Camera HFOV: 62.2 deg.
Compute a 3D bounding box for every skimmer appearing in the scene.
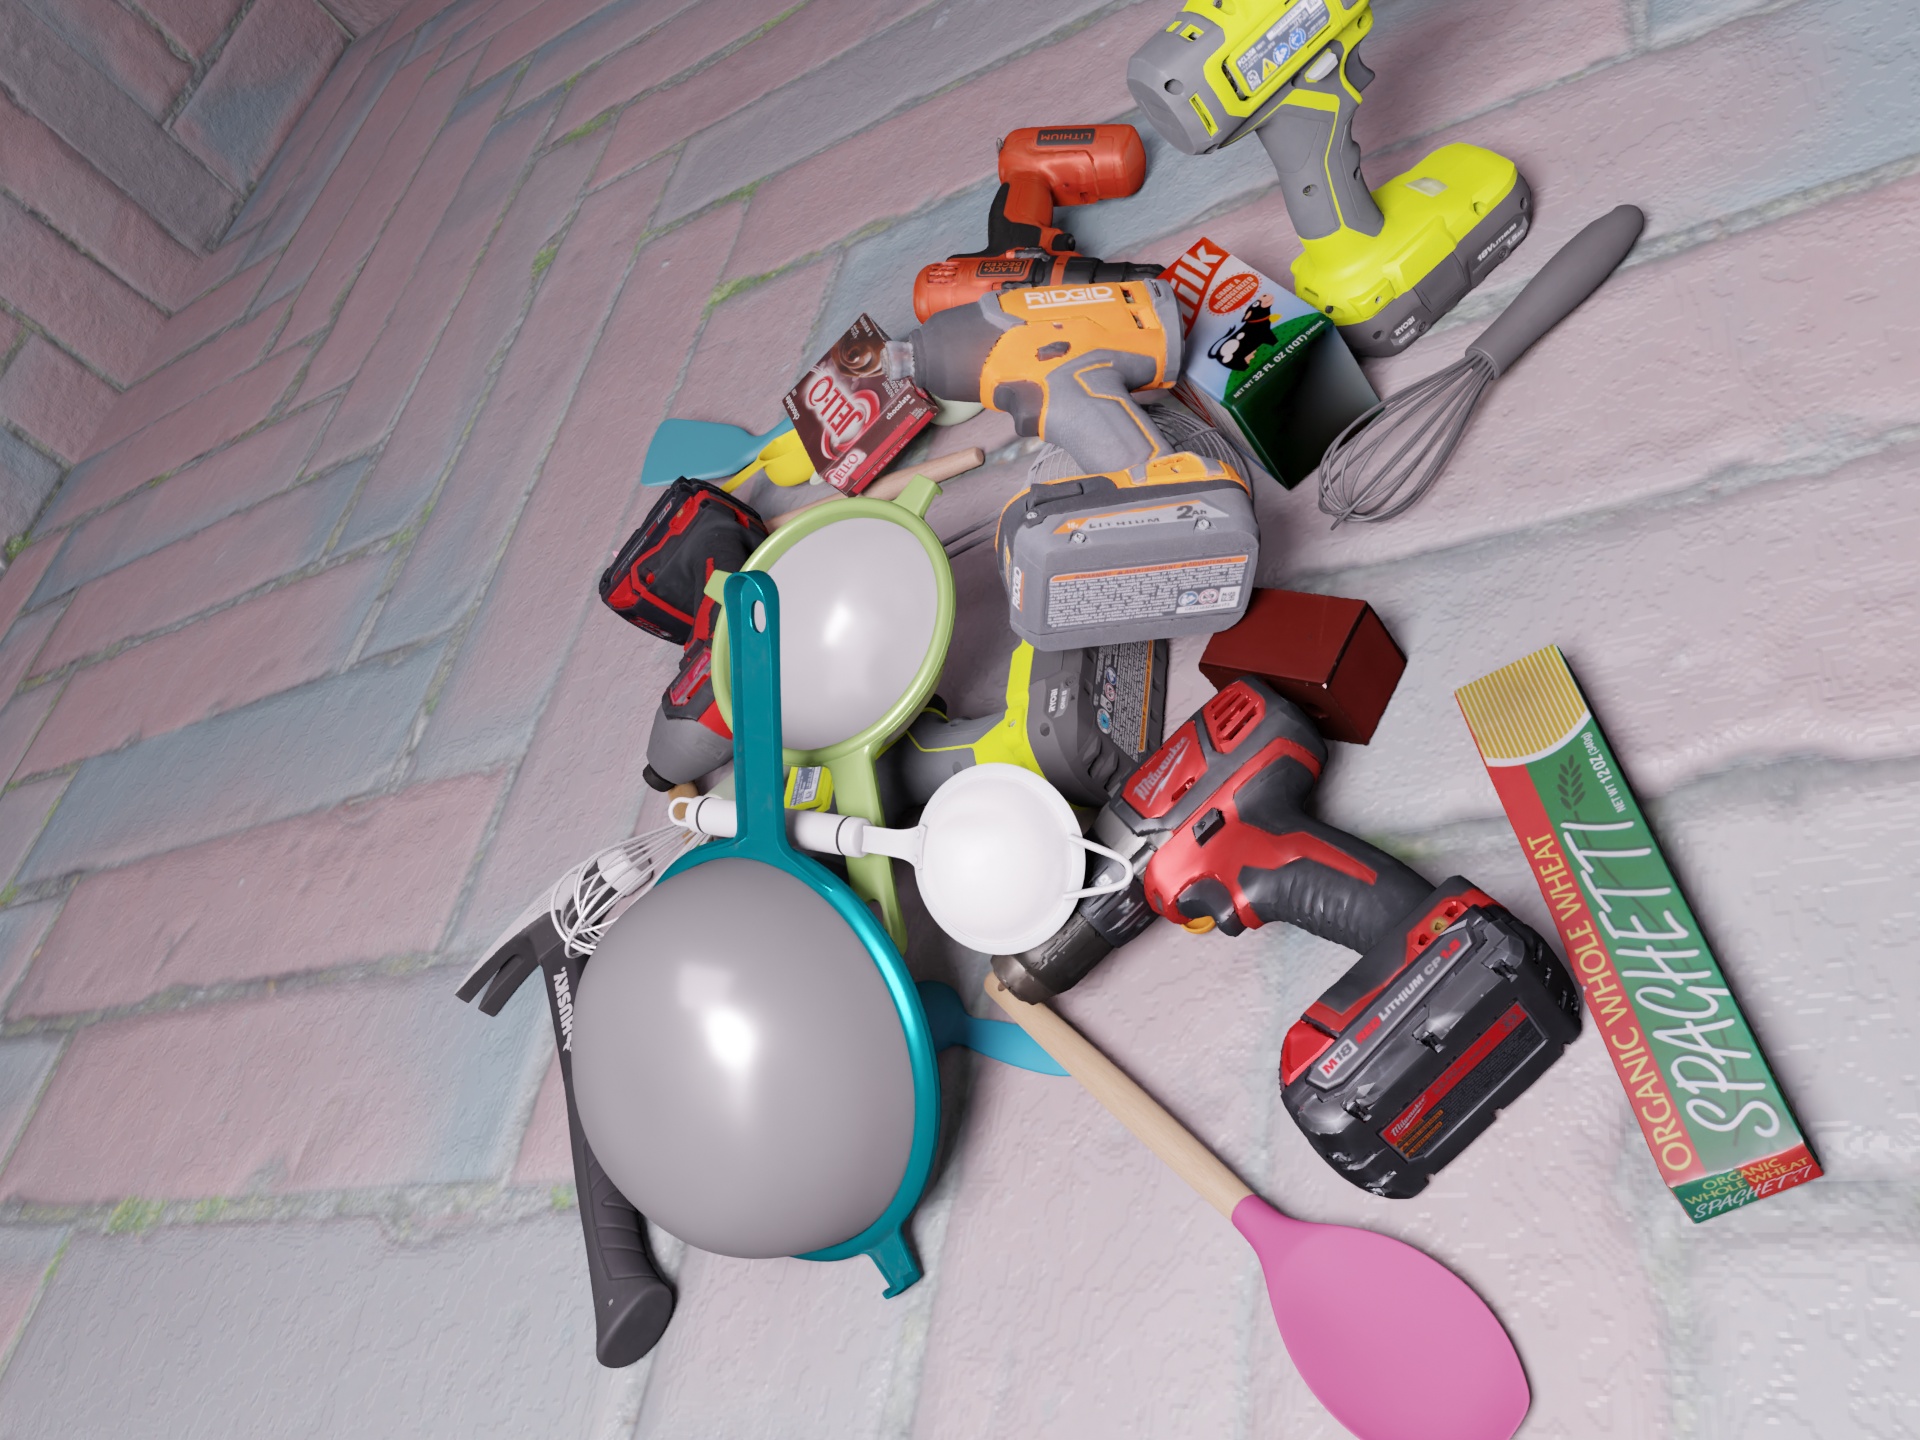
[{"bbox_3d":[0.008,-0.091,0.990,0.363,0.090,0.127,-22,57,41],"label":"skimmer"}]

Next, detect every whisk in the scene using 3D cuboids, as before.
[{"bbox_3d":[-0.145,0.058,0.916,0.246,0.058,0.059,-44,-15,-48],"label":"whisk"},{"bbox_3d":[0.273,-0.185,0.830,0.239,0.055,0.055,-44,39,-6],"label":"whisk"}]

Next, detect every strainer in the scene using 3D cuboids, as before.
[{"bbox_3d":[-0.046,0.008,0.830,0.151,0.069,0.257,-22,63,22],"label":"strainer"},{"bbox_3d":[-0.117,0.104,0.731,0.211,0.095,0.340,10,106,38],"label":"strainer"},{"bbox_3d":[-0.044,0.057,0.749,0.258,0.050,0.087,5,91,34],"label":"strainer"}]

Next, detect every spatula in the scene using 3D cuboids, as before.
[{"bbox_3d":[-0.106,-0.247,1.211,0.317,0.044,0.082,-19,43,27],"label":"spatula"}]

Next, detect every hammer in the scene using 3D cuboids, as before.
[{"bbox_3d":[-0.219,0.220,0.923,0.146,0.035,0.335,-38,40,9],"label":"hammer"}]

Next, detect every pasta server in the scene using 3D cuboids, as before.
[{"bbox_3d":[-0.122,-0.151,1.148,0.316,0.040,0.060,-14,19,30],"label":"pasta server"}]

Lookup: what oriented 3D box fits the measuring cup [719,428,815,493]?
[{"bbox_3d":[-0.155,-0.166,1.167,0.156,0.029,0.062,-40,28,-18],"label":"measuring cup"}]

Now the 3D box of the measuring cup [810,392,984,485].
[{"bbox_3d":[-0.036,-0.215,1.130,0.167,0.038,0.083,-40,40,14],"label":"measuring cup"}]

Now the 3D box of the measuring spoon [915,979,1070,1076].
[{"bbox_3d":[0.010,0.153,0.787,0.129,0.021,0.042,5,61,43],"label":"measuring spoon"}]

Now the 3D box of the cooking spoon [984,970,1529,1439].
[{"bbox_3d":[0.103,0.190,0.672,0.069,0.017,0.319,-48,42,-6],"label":"cooking spoon"}]

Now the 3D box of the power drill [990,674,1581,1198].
[{"bbox_3d":[0.124,0.098,0.684,0.188,0.080,0.227,-44,41,2],"label":"power drill"}]

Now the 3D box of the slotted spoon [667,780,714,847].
[{"bbox_3d":[-0.160,0.068,0.976,0.070,0.031,0.314,-27,30,-6],"label":"slotted spoon"}]

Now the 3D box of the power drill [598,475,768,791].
[{"bbox_3d":[-0.171,-0.056,1.048,0.143,0.078,0.220,-49,35,17],"label":"power drill"}]

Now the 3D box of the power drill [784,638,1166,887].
[{"bbox_3d":[-0.001,-0.003,0.889,0.223,0.080,0.171,-18,48,34],"label":"power drill"}]

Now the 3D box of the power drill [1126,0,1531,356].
[{"bbox_3d":[0.216,-0.327,0.850,0.190,0.228,0.080,-42,40,5],"label":"power drill"}]

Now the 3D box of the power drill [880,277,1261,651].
[{"bbox_3d":[0.052,-0.143,0.817,0.164,0.084,0.227,-7,50,-7],"label":"power drill"}]

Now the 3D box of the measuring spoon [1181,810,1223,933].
[{"bbox_3d":[0.121,0.056,0.784,0.021,0.011,0.117,-9,48,25],"label":"measuring spoon"}]
